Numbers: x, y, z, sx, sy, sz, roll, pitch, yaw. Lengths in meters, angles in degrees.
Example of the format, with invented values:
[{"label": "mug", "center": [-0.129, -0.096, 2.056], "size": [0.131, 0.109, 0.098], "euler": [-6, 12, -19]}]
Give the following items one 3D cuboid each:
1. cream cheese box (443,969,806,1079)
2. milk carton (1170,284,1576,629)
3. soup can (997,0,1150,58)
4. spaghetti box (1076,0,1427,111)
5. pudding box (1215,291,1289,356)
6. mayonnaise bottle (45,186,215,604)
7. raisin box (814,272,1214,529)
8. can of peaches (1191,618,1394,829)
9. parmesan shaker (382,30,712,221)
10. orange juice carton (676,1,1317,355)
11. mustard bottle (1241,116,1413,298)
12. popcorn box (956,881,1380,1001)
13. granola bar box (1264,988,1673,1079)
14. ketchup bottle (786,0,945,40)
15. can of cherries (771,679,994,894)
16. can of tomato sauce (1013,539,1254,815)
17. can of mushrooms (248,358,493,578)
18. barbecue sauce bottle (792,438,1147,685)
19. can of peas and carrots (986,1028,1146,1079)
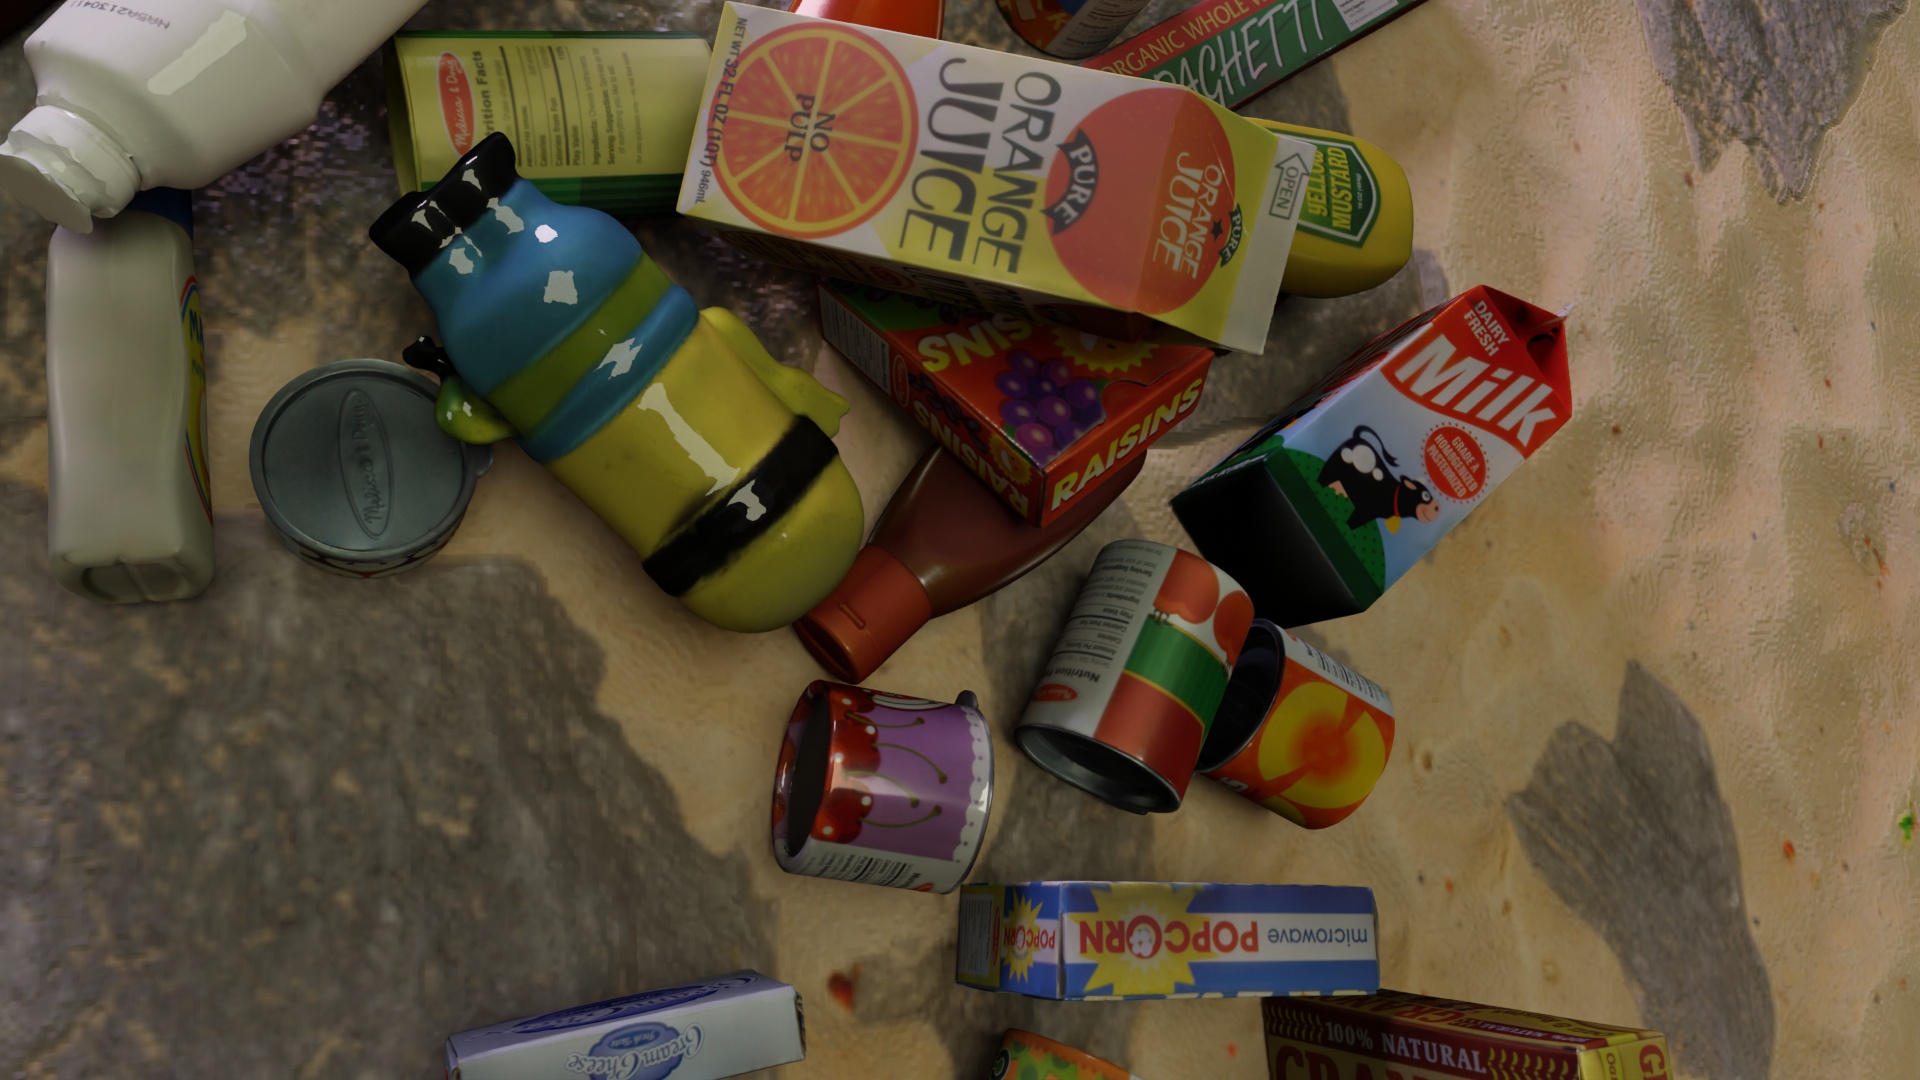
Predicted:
[{"label": "cream cheese box", "center": [-0.105, 0.158, 0.433], "size": [0.104, 0.053, 0.024], "euler": [-5, 82, -25]}, {"label": "milk carton", "center": [0.190, -0.046, 0.599], "size": [0.191, 0.072, 0.073], "euler": [-37, 94, -26]}, {"label": "soup can", "center": [0.058, -0.256, 0.584], "size": [0.071, 0.083, 0.071], "euler": [6, 76, -23]}, {"label": "spaghetti box", "center": [0.146, -0.240, 0.650], "size": [0.251, 0.028, 0.050], "euler": [-35, 93, -26]}, {"label": "pudding box", "center": [0.128, -0.128, 0.615], "size": [0.049, 0.030, 0.084], "euler": [44, 65, -7]}, {"label": "mayonnaise bottle", "center": [-0.250, -0.058, 0.418], "size": [0.041, 0.064, 0.148], "euler": [-3, 76, -23]}, {"label": "raisin box", "center": [0.018, -0.074, 0.517], "size": [0.086, 0.040, 0.123], "euler": [-36, 65, -23]}, {"label": "can of peaches", "center": [0.126, 0.075, 0.549], "size": [0.058, 0.071, 0.071], "euler": [28, 68, -16]}, {"label": "parmesan shaker", "center": [-0.140, -0.139, 0.482], "size": [0.103, 0.071, 0.071], "euler": [-9, 82, -26]}, {"label": "orange juice carton", "center": [0.014, -0.115, 0.461], "size": [0.193, 0.073, 0.071], "euler": [14, 92, 9]}, {"label": "mustard bottle", "center": [0.108, -0.140, 0.564], "size": [0.160, 0.048, 0.065], "euler": [5, 74, -22]}, {"label": "popcorn box", "center": [0.073, 0.142, 0.497], "size": [0.127, 0.085, 0.038], "euler": [7, 75, -22]}, {"label": "granola bar box", "center": [0.172, 0.225, 0.477], "size": [0.039, 0.165, 0.124], "euler": [-1, 79, -23]}, {"label": "ketchup bottle", "center": [-0.034, -0.211, 0.556], "size": [0.065, 0.043, 0.149], "euler": [21, 70, -10]}, {"label": "can of cherries", "center": [-0.028, 0.082, 0.479], "size": [0.058, 0.071, 0.071], "euler": [13, 73, -19]}, {"label": "can of tomato sauce", "center": [0.068, 0.052, 0.528], "size": [0.071, 0.071, 0.083], "euler": [33, 67, -14]}, {"label": "can of mushrooms", "center": [-0.190, -0.023, 0.450], "size": [0.071, 0.033, 0.071], "euler": [6, 75, -22]}, {"label": "barbecue sauce bottle", "center": [0.002, -0.007, 0.524], "size": [0.065, 0.043, 0.149], "euler": [46, 65, 5]}, {"label": "can of peas and carrots", "center": [0.033, 0.207, 0.477], "size": [0.071, 0.070, 0.059], "euler": [30, 68, -15]}]
